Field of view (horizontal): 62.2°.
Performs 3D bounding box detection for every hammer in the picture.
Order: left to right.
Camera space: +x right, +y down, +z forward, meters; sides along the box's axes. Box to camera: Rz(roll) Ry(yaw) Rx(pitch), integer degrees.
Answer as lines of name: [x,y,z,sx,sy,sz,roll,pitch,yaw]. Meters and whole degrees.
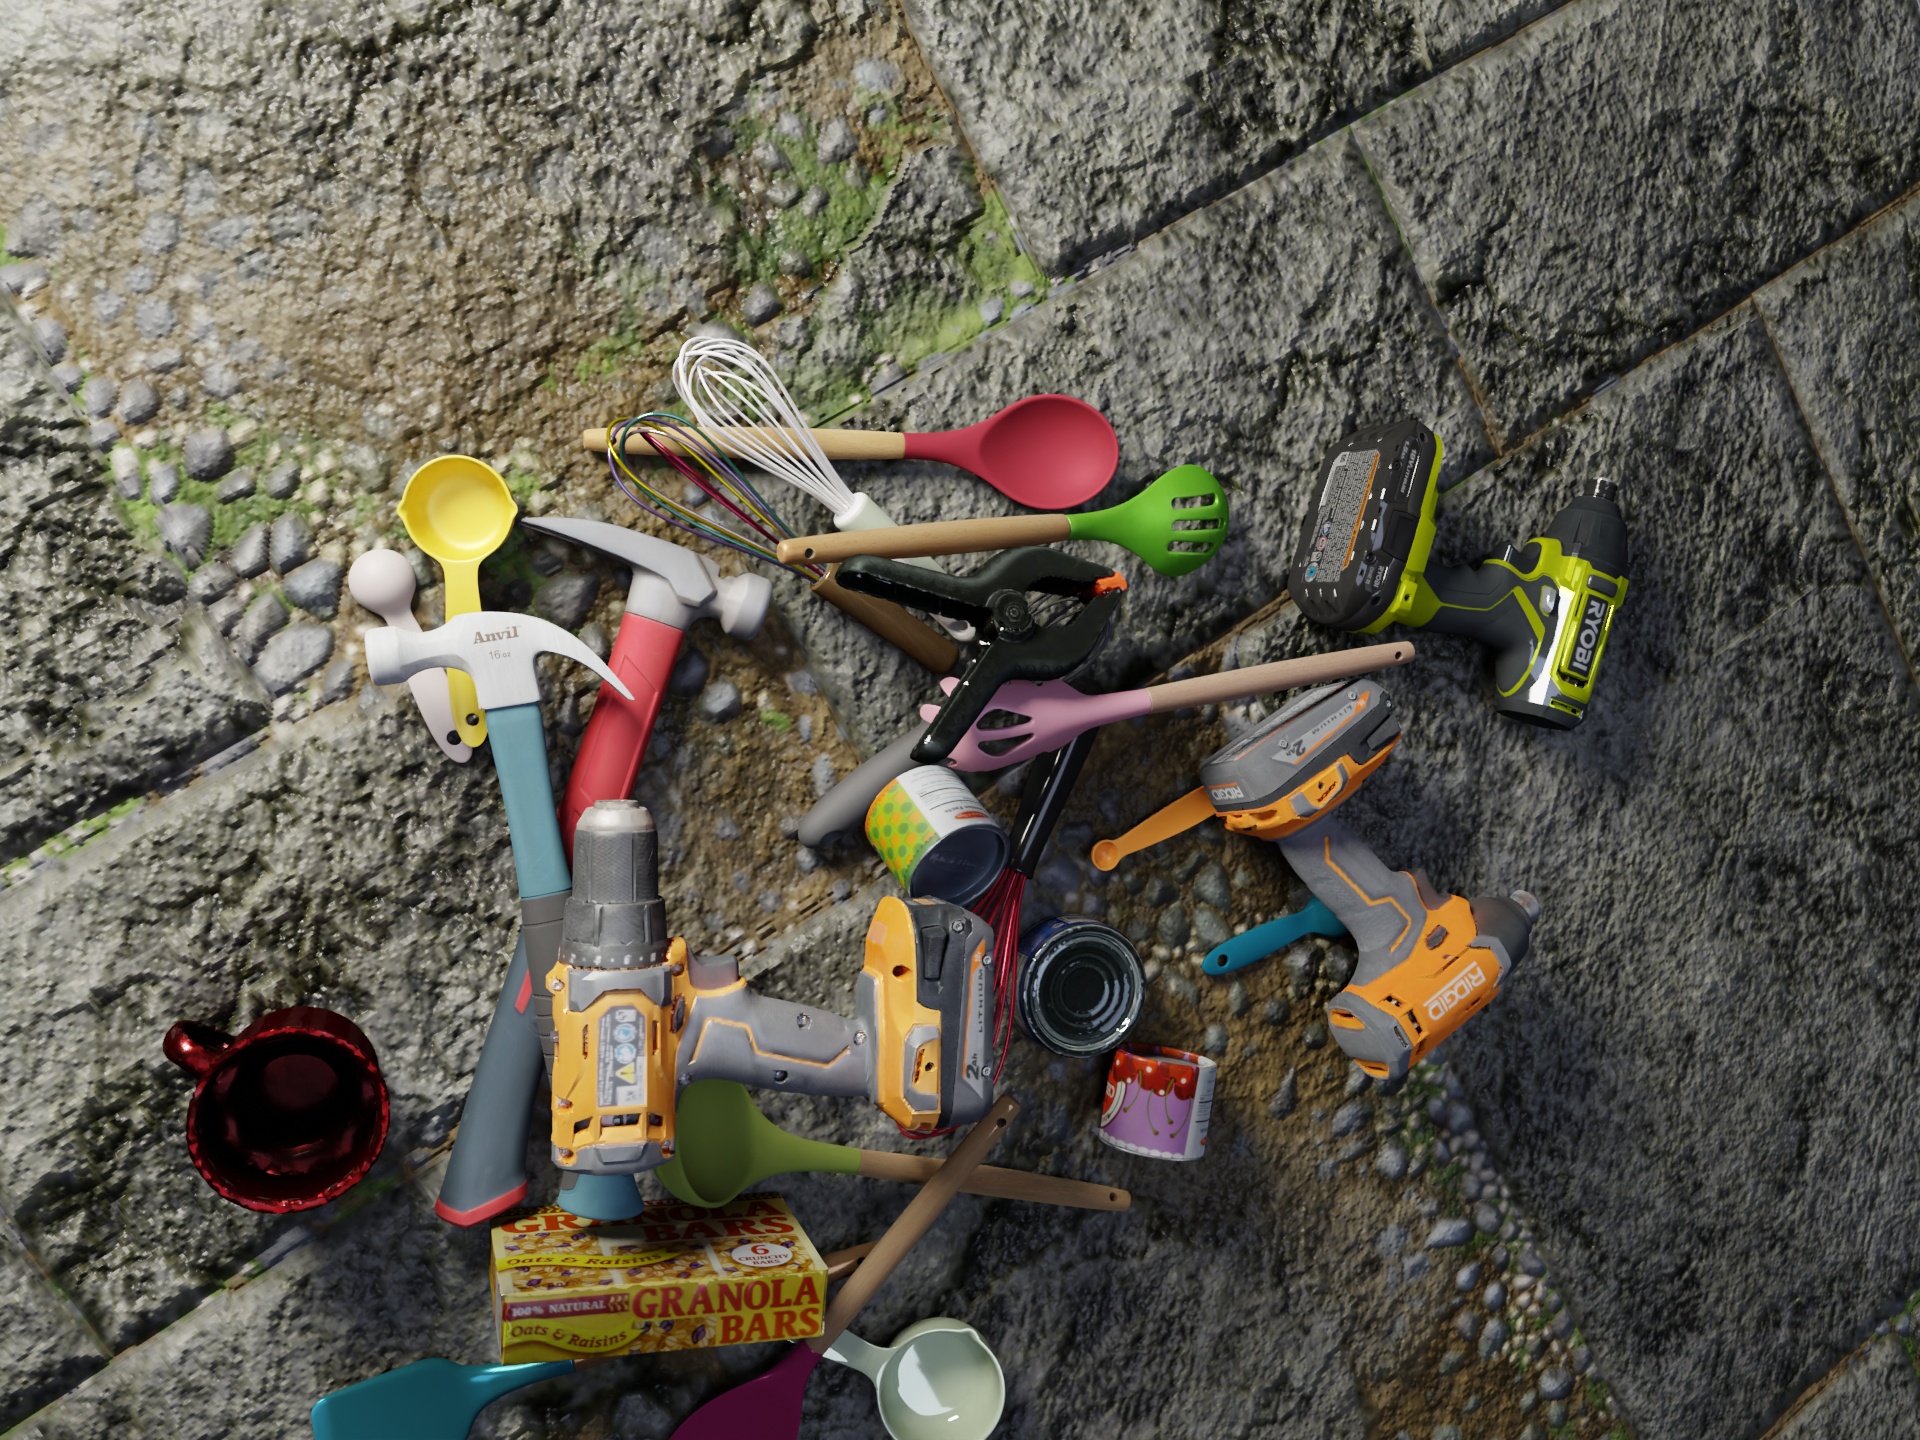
hammer: [-0.229,0.083,0.874,0.143,0.038,0.386,19,86,-18]
hammer: [-0.218,0.105,0.841,0.128,0.033,0.331,-11,95,-15]

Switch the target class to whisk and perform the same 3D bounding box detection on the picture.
whisk: [-0.095,-0.098,0.904,0.244,0.047,0.051,34,100,-26]
whisk: [-0.068,-0.125,0.901,0.246,0.058,0.059,42,42,-28]
whisk: [-0.001,-0.003,0.945,0.239,0.055,0.055,-39,104,-9]
whisk: [0.024,0.108,0.953,0.073,0.073,0.296,27,78,-18]

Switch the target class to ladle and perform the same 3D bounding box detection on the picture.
ladle: [-0.059,-0.159,0.929,0.315,0.031,0.069,-2,100,-17]
ladle: [-0.032,0.263,0.941,0.320,0.062,0.078,15,63,-22]

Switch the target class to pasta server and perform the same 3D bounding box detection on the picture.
pasta server: [0.131,-0.018,0.949,0.316,0.040,0.060,-11,107,-19]

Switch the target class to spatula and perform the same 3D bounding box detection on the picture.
spatula: [-0.190,0.355,0.892,0.317,0.044,0.082,-15,97,-17]

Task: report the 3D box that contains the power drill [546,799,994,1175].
power drill: [-0.100,0.133,0.829,0.226,0.084,0.185,0,90,-19]

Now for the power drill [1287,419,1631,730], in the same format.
power drill: [0.339,-0.105,1.045,0.223,0.080,0.171,18,87,-23]

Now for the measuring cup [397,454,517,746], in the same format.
measuring cup: [-0.267,-0.065,0.861,0.062,0.029,0.156,-2,100,-7]

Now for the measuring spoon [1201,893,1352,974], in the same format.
measuring spoon: [0.215,0.139,1.037,0.128,0.021,0.042,-20,99,-19]

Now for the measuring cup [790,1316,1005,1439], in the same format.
measuring cup: [-0.053,0.378,0.954,0.167,0.038,0.083,26,86,-1]

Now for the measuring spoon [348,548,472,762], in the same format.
measuring spoon: [-0.292,-0.034,0.857,0.034,0.018,0.124,-25,101,-17]

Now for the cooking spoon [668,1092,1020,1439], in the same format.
cooking spoon: [-0.069,0.343,0.923,0.068,0.017,0.319,39,92,-11]

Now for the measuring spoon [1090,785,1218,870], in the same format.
measuring spoon: [0.131,0.064,1.014,0.117,0.011,0.021,-26,104,-20]

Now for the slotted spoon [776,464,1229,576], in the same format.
slotted spoon: [0.039,-0.109,0.932,0.313,0.031,0.070,-8,109,-29]

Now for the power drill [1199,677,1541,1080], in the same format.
power drill: [0.269,0.090,1.010,0.164,0.084,0.226,-32,95,-20]
